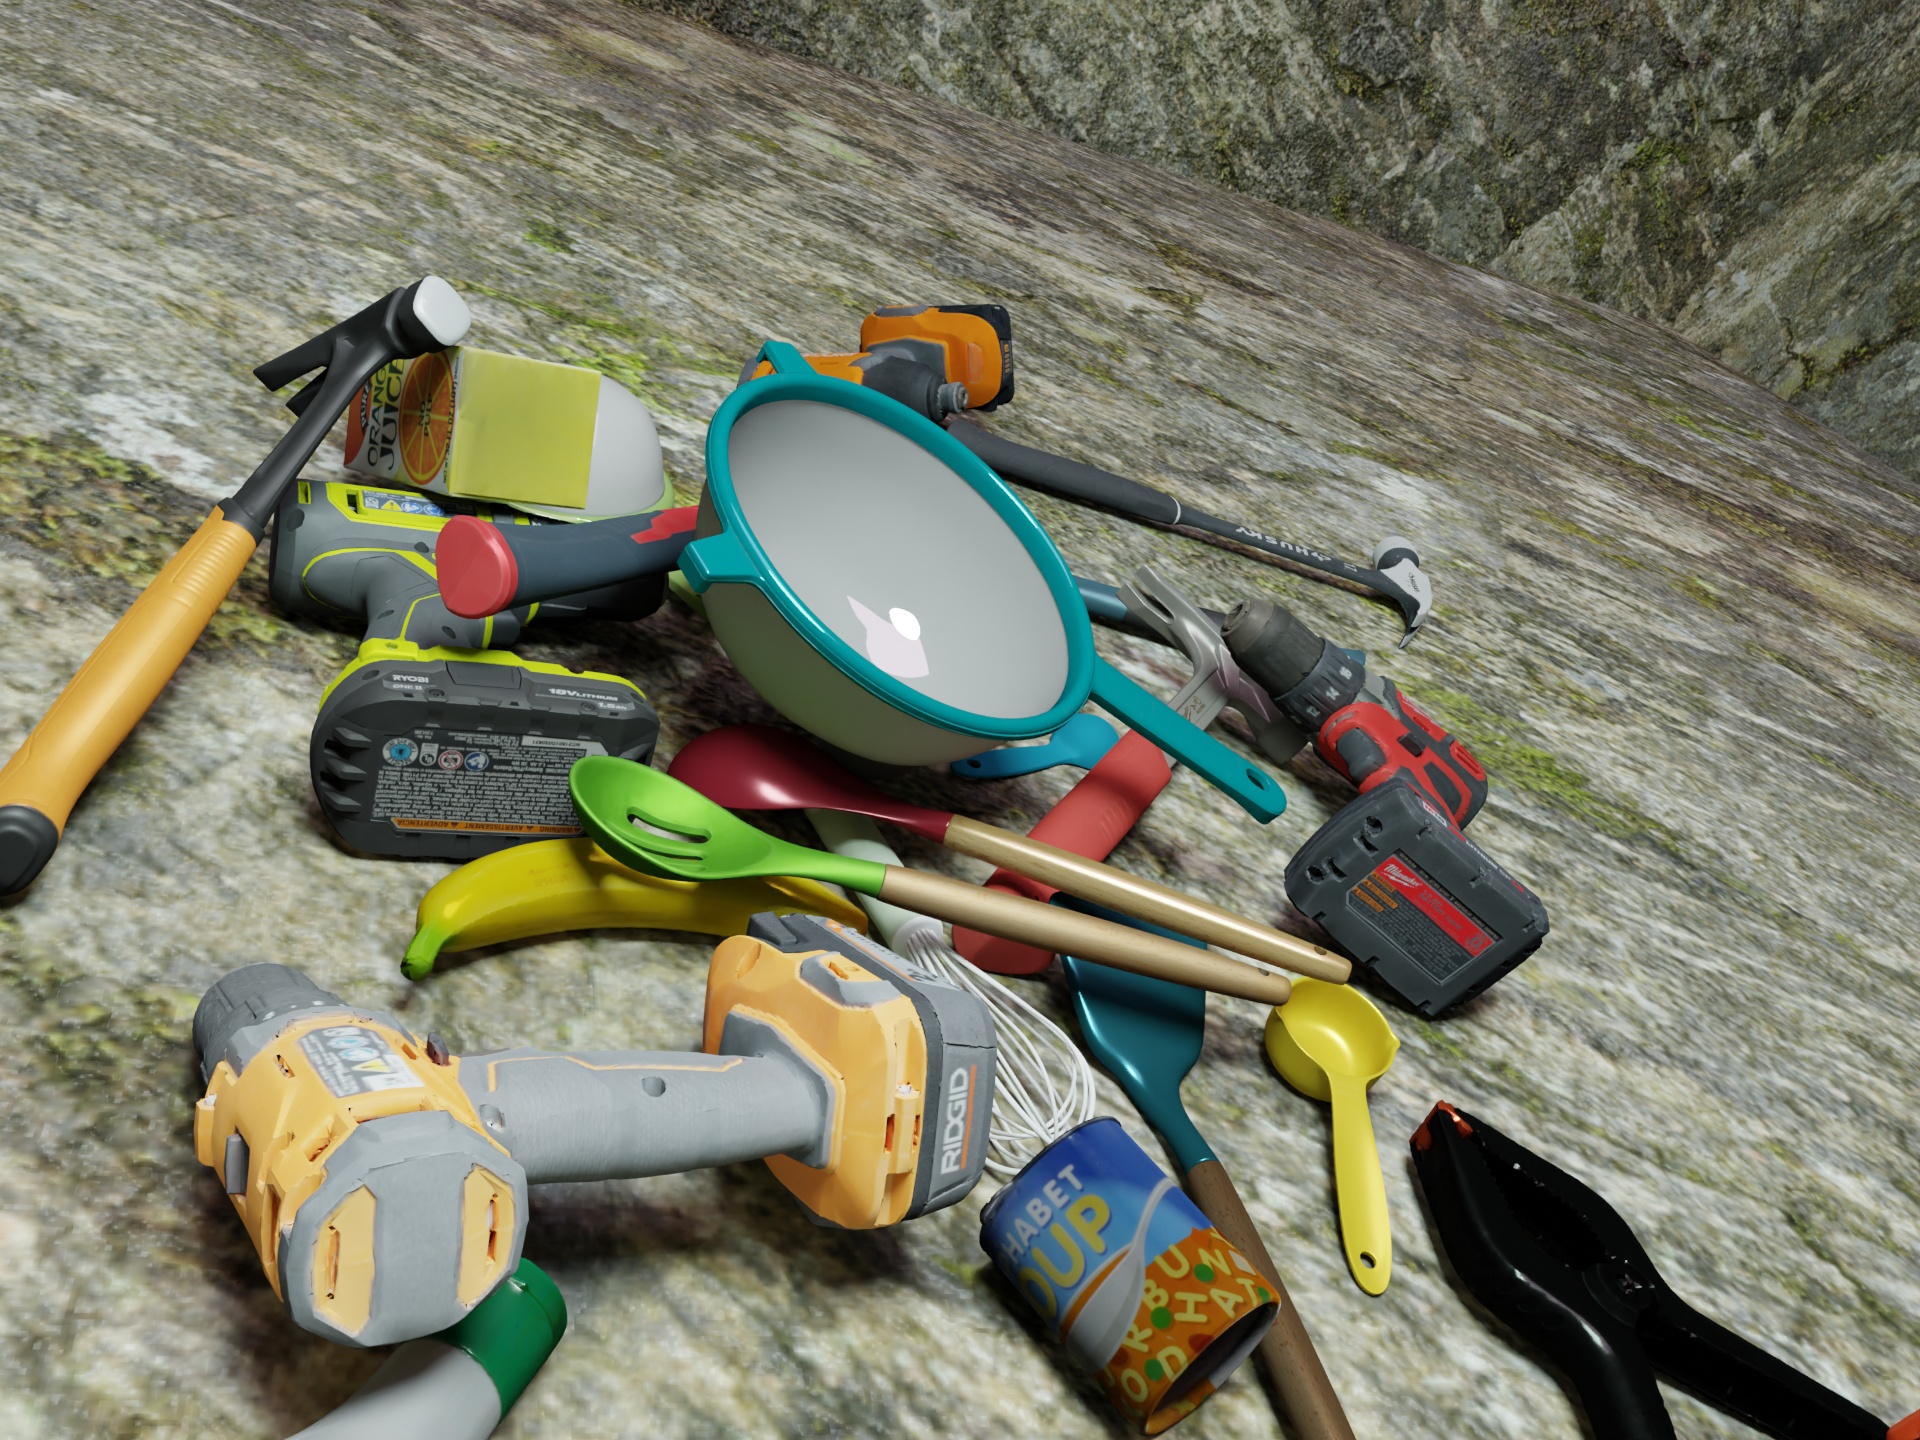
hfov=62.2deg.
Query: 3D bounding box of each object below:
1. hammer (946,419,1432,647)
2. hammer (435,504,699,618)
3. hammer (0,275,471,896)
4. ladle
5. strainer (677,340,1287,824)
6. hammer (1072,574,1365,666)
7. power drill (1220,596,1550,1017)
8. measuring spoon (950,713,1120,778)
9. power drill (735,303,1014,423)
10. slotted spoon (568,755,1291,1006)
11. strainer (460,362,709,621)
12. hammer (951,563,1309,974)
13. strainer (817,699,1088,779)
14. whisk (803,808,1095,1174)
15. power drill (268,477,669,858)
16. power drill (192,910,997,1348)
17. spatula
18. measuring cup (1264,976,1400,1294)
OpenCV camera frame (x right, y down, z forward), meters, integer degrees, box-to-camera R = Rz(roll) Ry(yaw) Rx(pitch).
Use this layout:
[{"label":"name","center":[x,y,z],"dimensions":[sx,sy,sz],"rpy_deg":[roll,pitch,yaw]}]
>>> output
[{"label":"hammer","center":[0.180,-0.155,1.238],"dimensions":[0.409,0.036,0.149],"rpy_deg":[17,30,-7]},{"label":"hammer","center":[-0.129,-0.082,0.799],"dimensions":[0.143,0.038,0.386],"rpy_deg":[40,18,4]},{"label":"hammer","center":[-0.317,-0.066,0.663],"dimensions":[0.034,0.127,0.337],"rpy_deg":[52,36,-34]},{"label":"ladle","center":[0.018,0.058,0.702],"dimensions":[0.315,0.031,0.069],"rpy_deg":[19,28,8]},{"label":"strainer","center":[0.005,-0.022,0.763],"dimensions":[0.340,0.095,0.211],"rpy_deg":[33,36,-20]},{"label":"hammer","center":[0.120,-0.072,1.062],"dimensions":[0.331,0.033,0.128],"rpy_deg":[15,31,-12]},{"label":"power drill","center":[0.219,0.032,0.863],"dimensions":[0.187,0.080,0.227],"rpy_deg":[39,25,-12]},{"label":"measuring spoon","center":[0.044,0.013,0.877],"dimensions":[0.128,0.021,0.042],"rpy_deg":[-8,41,-45]},{"label":"power drill","center":[-0.039,-0.251,1.163],"dimensions":[0.164,0.084,0.226],"rpy_deg":[5,23,24]},{"label":"slotted spoon","center":[-0.008,0.074,0.653],"dimensions":[0.313,0.031,0.070],"rpy_deg":[16,23,-10]},{"label":"strainer","center":[-0.205,-0.146,0.931],"dimensions":[0.151,0.069,0.257],"rpy_deg":[-13,42,-46]},{"label":"hammer","center":[0.083,0.024,0.847],"dimensions":[0.149,0.036,0.359],"rpy_deg":[44,35,5]},{"label":"strainer","center":[-0.001,-0.003,0.856],"dimensions":[0.087,0.050,0.258],"rpy_deg":[39,29,30]},{"label":"whisk","center":[-0.014,0.099,0.683],"dimensions":[0.059,0.058,0.247],"rpy_deg":[43,6,-44]},{"label":"power drill","center":[-0.214,-0.035,0.736],"dimensions":[0.190,0.080,0.229],"rpy_deg":[5,30,-27]},{"label":"power drill","center":[-0.126,0.115,0.518],"dimensions":[0.226,0.084,0.185],"rpy_deg":[-1,11,-37]},{"label":"spatula","center":[0.105,0.185,0.606],"dimensions":[0.082,0.044,0.318],"rpy_deg":[11,30,-23]},{"label":"measuring cup","center":[0.163,0.180,0.687],"dimensions":[0.062,0.029,0.157],"rpy_deg":[16,41,-10]}]
